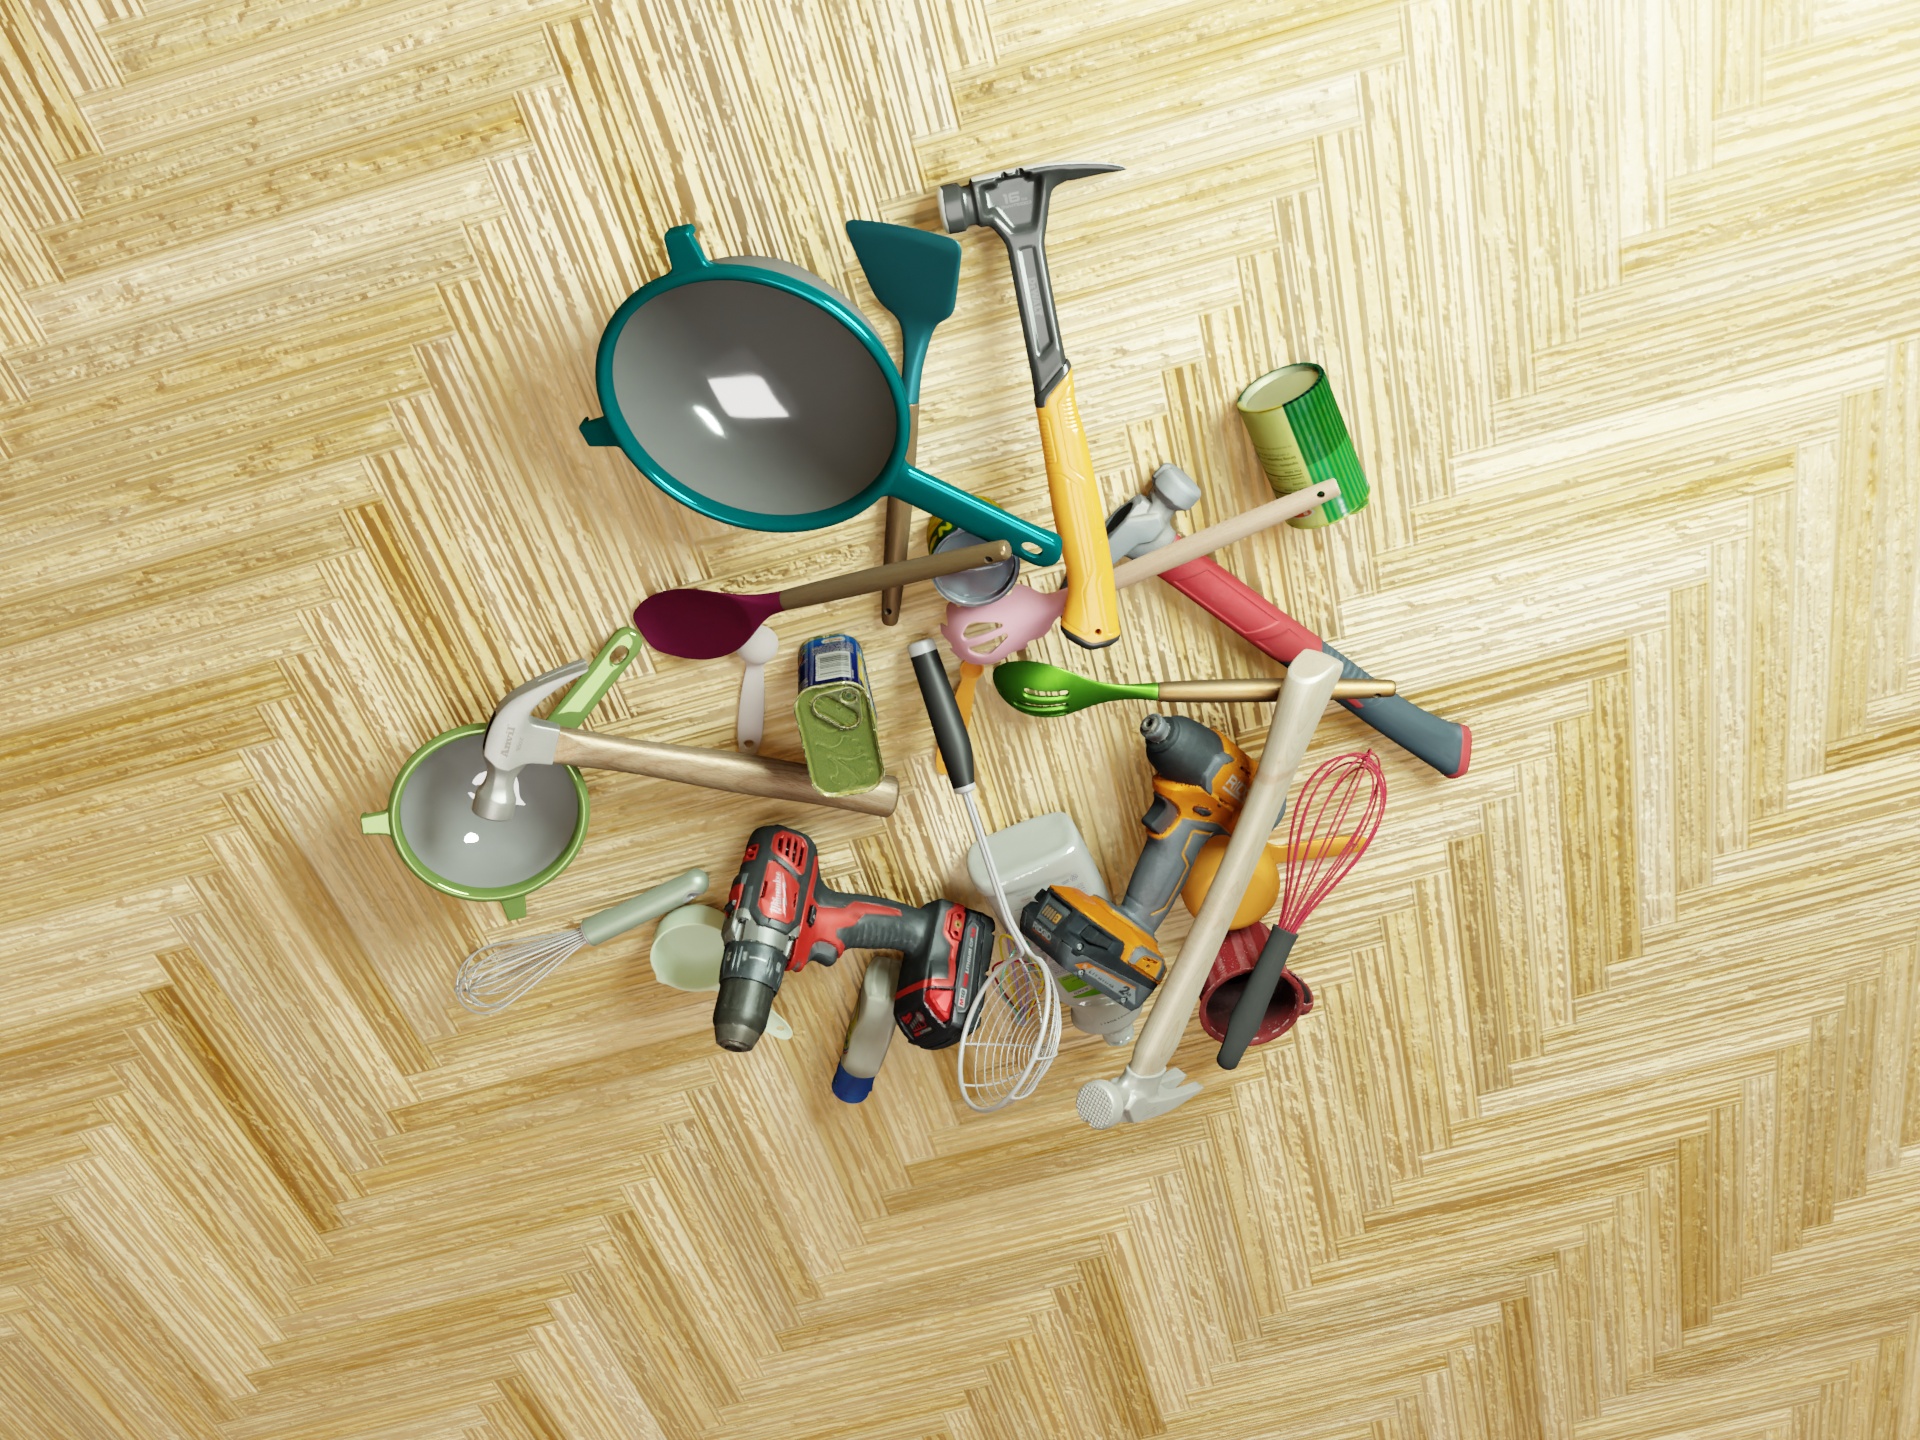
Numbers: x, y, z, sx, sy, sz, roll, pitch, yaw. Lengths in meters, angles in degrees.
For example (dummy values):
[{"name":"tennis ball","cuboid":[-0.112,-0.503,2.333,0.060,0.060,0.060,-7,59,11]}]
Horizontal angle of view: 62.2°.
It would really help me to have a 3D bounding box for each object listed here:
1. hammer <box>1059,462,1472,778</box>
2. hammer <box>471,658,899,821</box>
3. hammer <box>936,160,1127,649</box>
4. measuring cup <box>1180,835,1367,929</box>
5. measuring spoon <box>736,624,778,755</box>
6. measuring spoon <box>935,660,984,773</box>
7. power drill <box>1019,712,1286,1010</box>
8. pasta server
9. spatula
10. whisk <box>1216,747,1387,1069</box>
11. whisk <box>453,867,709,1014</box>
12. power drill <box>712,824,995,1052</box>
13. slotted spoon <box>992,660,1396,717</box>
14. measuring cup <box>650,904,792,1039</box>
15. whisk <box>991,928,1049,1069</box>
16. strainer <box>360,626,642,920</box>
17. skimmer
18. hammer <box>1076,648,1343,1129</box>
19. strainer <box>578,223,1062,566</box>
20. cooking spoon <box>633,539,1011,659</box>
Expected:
[{"name":"hammer","cuboid":[0.259,-0.047,1.271,0.386,0.038,0.143,32,115,-23]},{"name":"hammer","cuboid":[-0.203,0.034,1.248,0.331,0.031,0.130,10,105,-24]},{"name":"hammer","cuboid":[0.077,-0.212,1.107,0.127,0.034,0.336,-11,109,1]},{"name":"measuring cup","cuboid":[0.274,0.132,1.376,0.173,0.052,0.095,-9,123,2]},{"name":"measuring spoon","cuboid":[-0.164,-0.019,1.259,0.034,0.018,0.124,4,122,-8]},{"name":"measuring spoon","cuboid":[-0.002,-0.004,1.291,0.021,0.011,0.116,9,124,-10]},{"name":"power drill","cuboid":[0.150,0.105,1.285,0.164,0.084,0.226,37,89,-38]},{"name":"pasta server","cuboid":[0.127,-0.112,1.176,0.316,0.040,0.060,-22,109,16]},{"name":"spatula","cuboid":[-0.045,-0.202,1.141,0.082,0.044,0.317,15,125,13]},{"name":"whisk","cuboid":[0.280,0.157,1.329,0.073,0.073,0.296,23,93,-18]},{"name":"whisk","cuboid":[-0.325,0.184,1.359,0.246,0.059,0.057,-25,158,6]},{"name":"power drill","cuboid":[-0.094,0.205,1.315,0.226,0.188,0.080,24,148,-21]},{"name":"slotted spoon","cuboid":[0.181,-0.024,1.248,0.314,0.031,0.070,-1,147,6]},{"name":"measuring cup","cuboid":[-0.203,0.223,1.398,0.083,0.038,0.167,-33,121,15]},{"name":"whisk","cuboid":[0.056,0.255,1.395,0.047,0.051,0.244,14,147,14]},{"name":"strainer","cuboid":[-0.338,0.022,1.251,0.151,0.069,0.256,37,94,-26]},{"name":"skimmer","cuboid":[-0.003,0.119,1.241,0.090,0.127,0.363,-19,94,-26]},{"name":"hammer","cuboid":[0.214,0.137,1.262,0.146,0.038,0.410,1,115,-50]},{"name":"strainer","cuboid":[-0.075,-0.209,1.090,0.340,0.095,0.211,24,136,-16]},{"name":"cooking spoon","cuboid":[-0.106,-0.092,1.158,0.319,0.017,0.068,-10,128,28]}]
